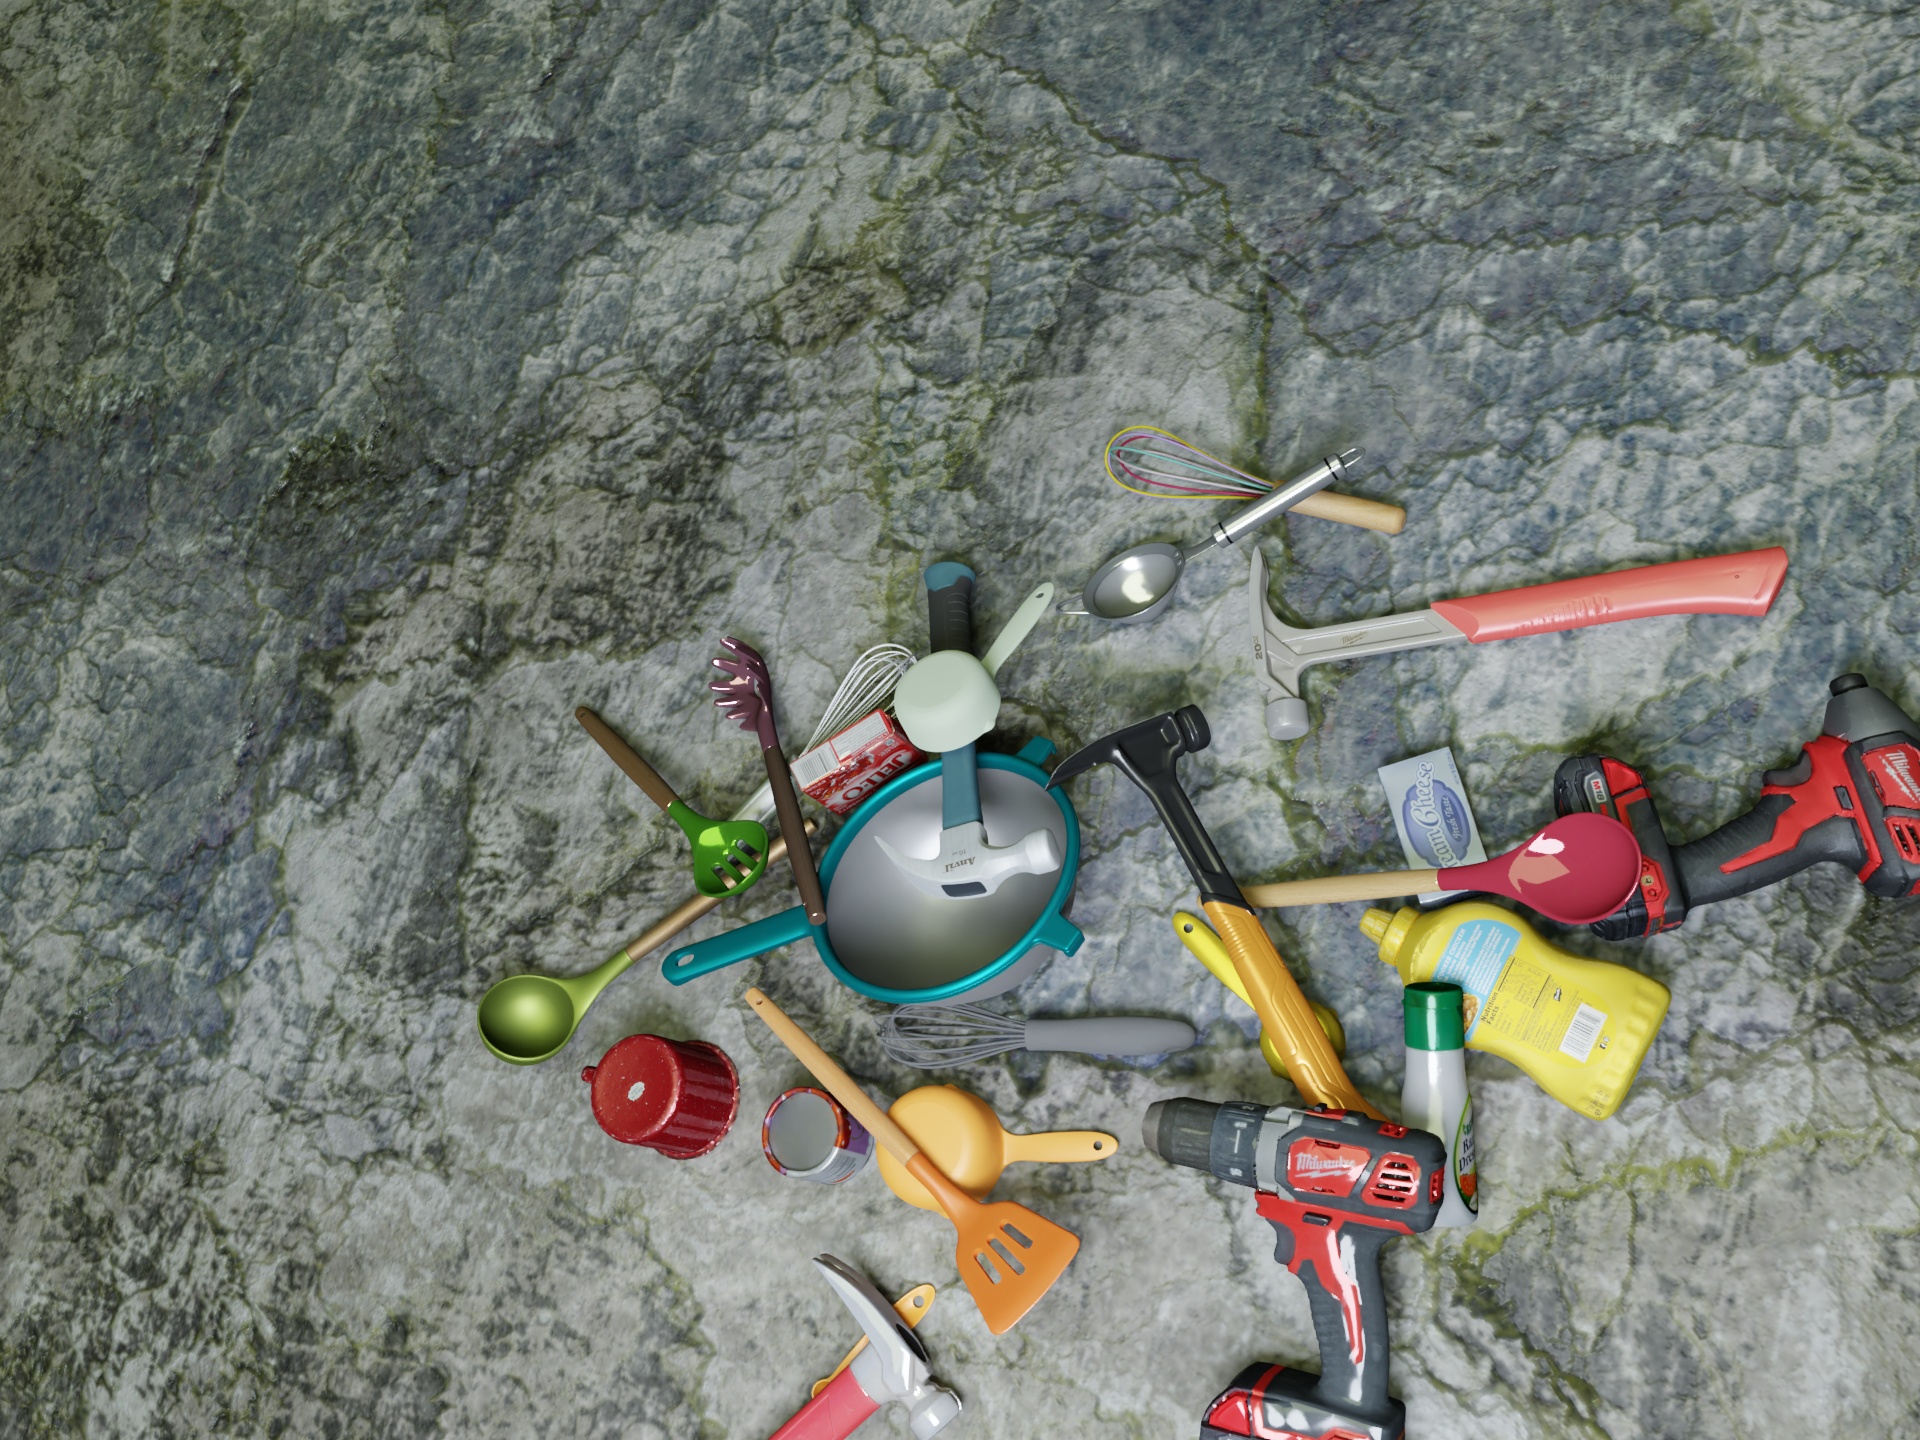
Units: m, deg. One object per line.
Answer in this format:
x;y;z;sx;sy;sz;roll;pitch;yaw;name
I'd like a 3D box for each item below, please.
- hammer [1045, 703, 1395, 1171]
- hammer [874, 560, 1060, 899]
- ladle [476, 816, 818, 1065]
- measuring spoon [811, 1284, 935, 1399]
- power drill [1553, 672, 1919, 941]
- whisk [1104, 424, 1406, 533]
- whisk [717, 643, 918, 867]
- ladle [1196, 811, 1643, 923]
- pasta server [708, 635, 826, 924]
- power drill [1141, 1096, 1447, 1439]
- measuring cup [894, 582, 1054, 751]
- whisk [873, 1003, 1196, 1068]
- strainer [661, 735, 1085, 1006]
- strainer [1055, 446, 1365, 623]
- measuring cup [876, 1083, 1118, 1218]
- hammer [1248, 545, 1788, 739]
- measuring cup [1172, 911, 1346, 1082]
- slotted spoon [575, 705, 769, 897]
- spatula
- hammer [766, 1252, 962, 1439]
0.185;0.149;1.067;0.127;0.034;0.337;-21;69;-20;hammer
-0.002;-0.004;1.199;0.128;0.033;0.331;-18;45;15;hammer
-0.251;0.172;1.285;0.320;0.062;0.078;-36;65;4;ladle
-0.060;0.444;1.132;0.117;0.011;0.021;-44;72;-2;measuring spoon
0.501;0.056;1.011;0.219;0.078;0.143;-14;66;14;power drill
0.223;-0.185;1.232;0.245;0.051;0.047;17;73;24;whisk
-0.123;0.031;1.291;0.058;0.059;0.246;45;96;1;whisk
0.293;0.109;1.051;0.315;0.031;0.069;-11;68;39;ladle
-0.150;0.042;1.249;0.060;0.040;0.317;-63;31;31;pasta server
0.197;0.348;0.988;0.188;0.080;0.227;5;89;27;power drill
0.014;-0.051;1.179;0.083;0.038;0.167;22;66;41;measuring cup
0.050;0.224;1.147;0.239;0.055;0.055;-3;70;17;whisk
-0.055;0.154;1.182;0.340;0.095;0.211;-21;44;15;strainer
0.193;-0.134;1.208;0.258;0.050;0.087;-31;35;18;strainer
0.022;0.301;1.125;0.173;0.052;0.095;-8;68;22;measuring cup
0.386;-0.084;1.130;0.359;0.036;0.149;-9;68;19;hammer
0.201;0.187;1.107;0.062;0.029;0.157;-46;64;1;measuring cup
-0.244;0.058;1.303;0.070;0.031;0.314;-47;46;-8;slotted spoon
-0.051;0.287;1.108;0.081;0.041;0.323;-45;59;-11;spatula
-0.182;0.551;1.114;0.386;0.038;0.143;-44;72;4;hammer
